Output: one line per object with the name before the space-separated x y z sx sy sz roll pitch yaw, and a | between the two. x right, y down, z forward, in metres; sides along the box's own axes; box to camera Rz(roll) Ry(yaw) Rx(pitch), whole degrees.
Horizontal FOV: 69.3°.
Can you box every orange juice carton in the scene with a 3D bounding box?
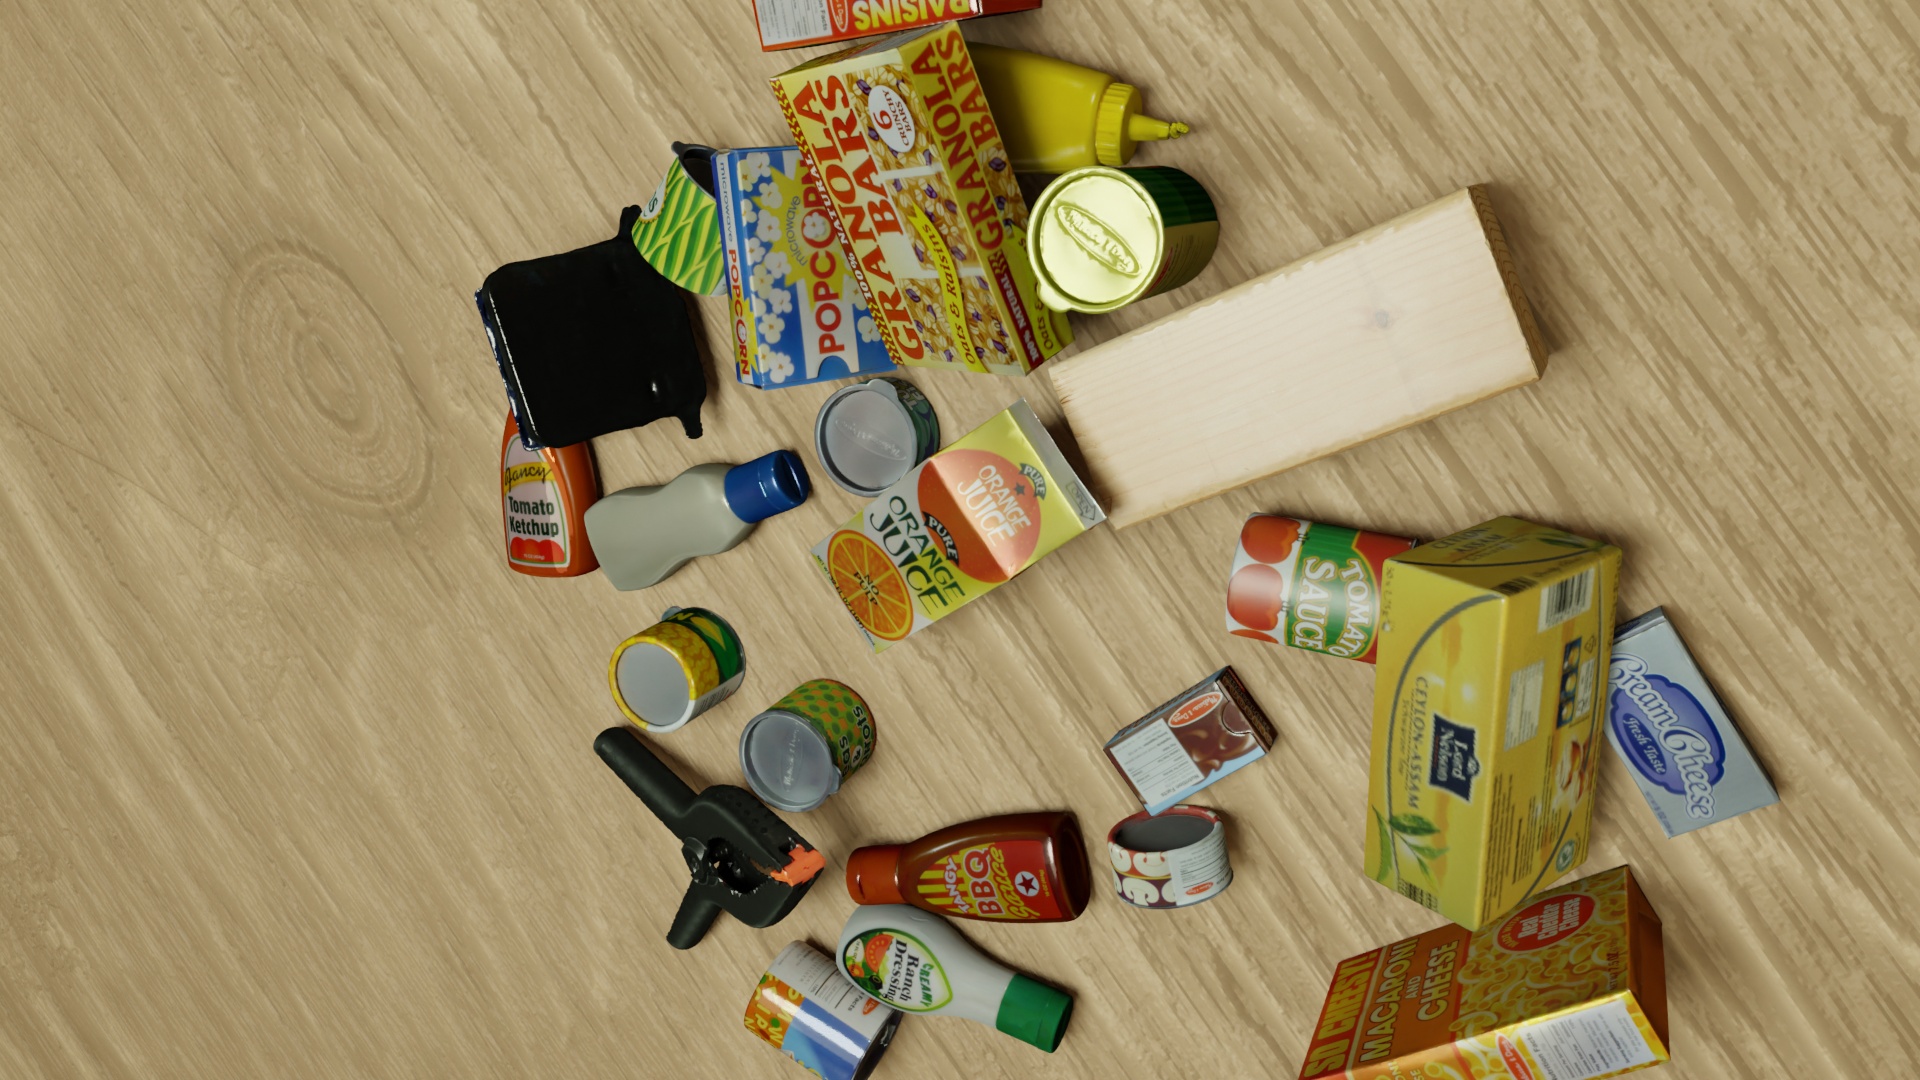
orange juice carton | 0.003 -0.009 0.727 0.072 0.073 0.192 57 145 0

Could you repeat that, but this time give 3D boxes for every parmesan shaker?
parmesan shaker | 0.080 -0.147 0.679 0.071 0.103 0.071 7 107 23

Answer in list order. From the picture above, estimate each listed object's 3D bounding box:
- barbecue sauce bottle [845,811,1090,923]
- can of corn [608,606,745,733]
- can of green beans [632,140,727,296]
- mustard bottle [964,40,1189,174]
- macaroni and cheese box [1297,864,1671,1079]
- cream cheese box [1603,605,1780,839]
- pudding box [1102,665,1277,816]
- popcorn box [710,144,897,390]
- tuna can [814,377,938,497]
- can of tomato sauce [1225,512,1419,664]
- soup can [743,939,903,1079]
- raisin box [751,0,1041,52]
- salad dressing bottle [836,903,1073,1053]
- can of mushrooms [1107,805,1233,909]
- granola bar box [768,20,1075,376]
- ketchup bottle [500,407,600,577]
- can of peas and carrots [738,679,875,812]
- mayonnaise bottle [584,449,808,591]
barbecue sauce bottle | 0.002 0.201 0.846 0.148 0.044 0.064 -9 101 27
can of corn | -0.183 0.081 0.887 0.071 0.058 0.071 7 107 22
can of green beans | -0.145 -0.182 0.792 0.071 0.071 0.057 45 118 7
mustard bottle | 0.040 -0.216 0.709 0.160 0.049 0.065 14 113 20
macaroni and cheese box | 0.260 0.232 0.691 0.166 0.124 0.040 -30 90 29
cream cheese box | 0.341 0.089 0.671 0.053 0.024 0.104 -32 90 28
pudding box | 0.128 0.112 0.771 0.083 0.030 0.049 -37 87 28
popcorn box | -0.084 -0.151 0.760 0.038 0.085 0.126 16 115 56
tuna can | -0.047 -0.062 0.800 0.071 0.033 0.071 7 107 23
can of tomato sauce | 0.182 0.025 0.699 0.083 0.071 0.071 11 109 22
soup can | -0.090 0.312 0.905 0.084 0.071 0.071 27 114 16
raisin box | -0.031 -0.278 0.702 0.123 0.086 0.040 1 111 25
salad dressing bottle | -0.004 0.274 0.868 0.148 0.044 0.064 17 105 19
can of mushrooms | 0.115 0.175 0.775 0.071 0.071 0.033 -6 102 26
granola bar box | -0.019 -0.167 0.699 0.124 0.039 0.165 14 134 53
ketchup bottle | -0.268 -0.052 0.897 0.065 0.044 0.148 5 106 23
can of peas and carrots | -0.092 0.126 0.858 0.071 0.059 0.070 7 107 22
mayonnaise bottle | -0.163 -0.016 0.862 0.148 0.041 0.064 -19 98 26
